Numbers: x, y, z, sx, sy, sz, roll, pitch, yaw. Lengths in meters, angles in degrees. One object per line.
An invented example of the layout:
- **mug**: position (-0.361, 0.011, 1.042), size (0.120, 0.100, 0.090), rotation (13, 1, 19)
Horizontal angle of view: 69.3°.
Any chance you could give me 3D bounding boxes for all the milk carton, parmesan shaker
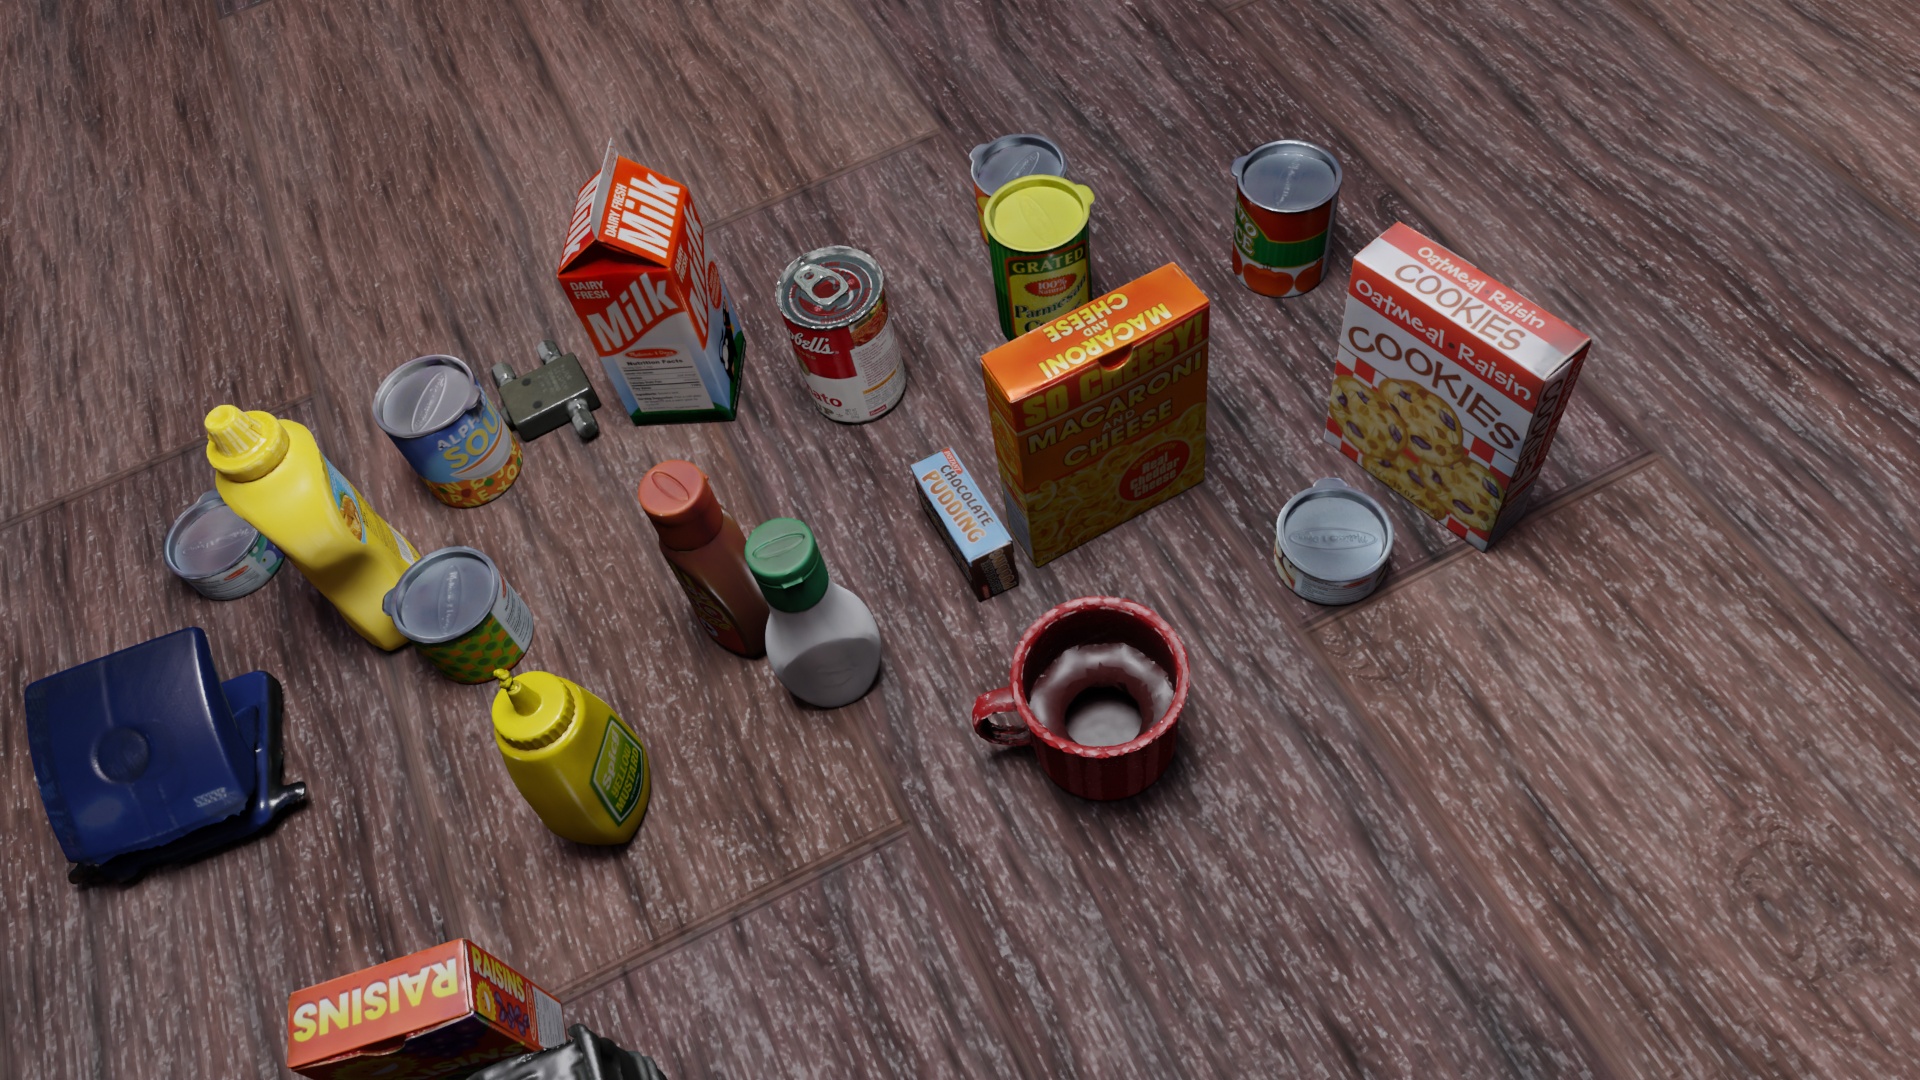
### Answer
- **milk carton**: position (-0.198, -0.159, 0.884), size (0.073, 0.189, 0.073), rotation (-2, 58, 7)
- **parmesan shaker**: position (0.056, -0.180, 0.912), size (0.071, 0.102, 0.071), rotation (-4, 57, 6)

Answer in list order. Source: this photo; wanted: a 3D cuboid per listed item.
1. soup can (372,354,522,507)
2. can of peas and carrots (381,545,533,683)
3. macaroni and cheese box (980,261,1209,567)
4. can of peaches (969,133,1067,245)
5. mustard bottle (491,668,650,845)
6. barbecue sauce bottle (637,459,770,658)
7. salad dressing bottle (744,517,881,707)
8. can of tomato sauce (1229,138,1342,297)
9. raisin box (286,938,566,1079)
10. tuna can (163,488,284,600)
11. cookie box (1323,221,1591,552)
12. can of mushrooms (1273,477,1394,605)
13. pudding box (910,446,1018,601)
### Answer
- **soup can**: position (-0.331, -0.070, 0.909), size (0.071, 0.083, 0.071), rotation (-4, 57, 6)
- **can of peas and carrots**: position (-0.304, 0.047, 0.845), size (0.071, 0.058, 0.071), rotation (-4, 57, 6)
- **macaroni and cheese box**: position (0.082, -0.067, 0.799), size (0.124, 0.165, 0.040), rotation (-28, 58, -9)
- **can of peaches**: position (0.042, -0.245, 0.983), size (0.071, 0.057, 0.071), rotation (-4, 57, 6)
- **mustard bottle**: position (-0.209, 0.109, 0.731), size (0.049, 0.159, 0.065), rotation (2, 58, 10)
- **barbecue sauce bottle**: position (-0.143, 0.010, 0.792), size (0.065, 0.148, 0.044), rotation (36, 69, 26)
- **salad dressing bottle**: position (-0.082, 0.041, 0.764), size (0.064, 0.147, 0.044), rotation (-20, 57, -5)
- **can of tomato sauce**: position (0.213, -0.213, 0.923), size (0.071, 0.082, 0.071), rotation (-4, 57, 6)
- **raisin box**: position (-0.255, 0.240, 0.676), size (0.086, 0.122, 0.040), rotation (-17, 57, -2)
- **tuna can**: position (-0.484, 0.002, 0.915), size (0.071, 0.032, 0.071), rotation (-4, 57, 6)
- **cookie box**: position (0.272, -0.083, 0.781), size (0.040, 0.166, 0.123), rotation (-39, 61, -16)
- **can of mushrooms**: position (0.218, 0.001, 0.815), size (0.071, 0.033, 0.071), rotation (-4, 57, 6)
- **pudding box**: position (0.003, -0.011, 0.843), size (0.030, 0.049, 0.084), rotation (-26, 58, -8)
